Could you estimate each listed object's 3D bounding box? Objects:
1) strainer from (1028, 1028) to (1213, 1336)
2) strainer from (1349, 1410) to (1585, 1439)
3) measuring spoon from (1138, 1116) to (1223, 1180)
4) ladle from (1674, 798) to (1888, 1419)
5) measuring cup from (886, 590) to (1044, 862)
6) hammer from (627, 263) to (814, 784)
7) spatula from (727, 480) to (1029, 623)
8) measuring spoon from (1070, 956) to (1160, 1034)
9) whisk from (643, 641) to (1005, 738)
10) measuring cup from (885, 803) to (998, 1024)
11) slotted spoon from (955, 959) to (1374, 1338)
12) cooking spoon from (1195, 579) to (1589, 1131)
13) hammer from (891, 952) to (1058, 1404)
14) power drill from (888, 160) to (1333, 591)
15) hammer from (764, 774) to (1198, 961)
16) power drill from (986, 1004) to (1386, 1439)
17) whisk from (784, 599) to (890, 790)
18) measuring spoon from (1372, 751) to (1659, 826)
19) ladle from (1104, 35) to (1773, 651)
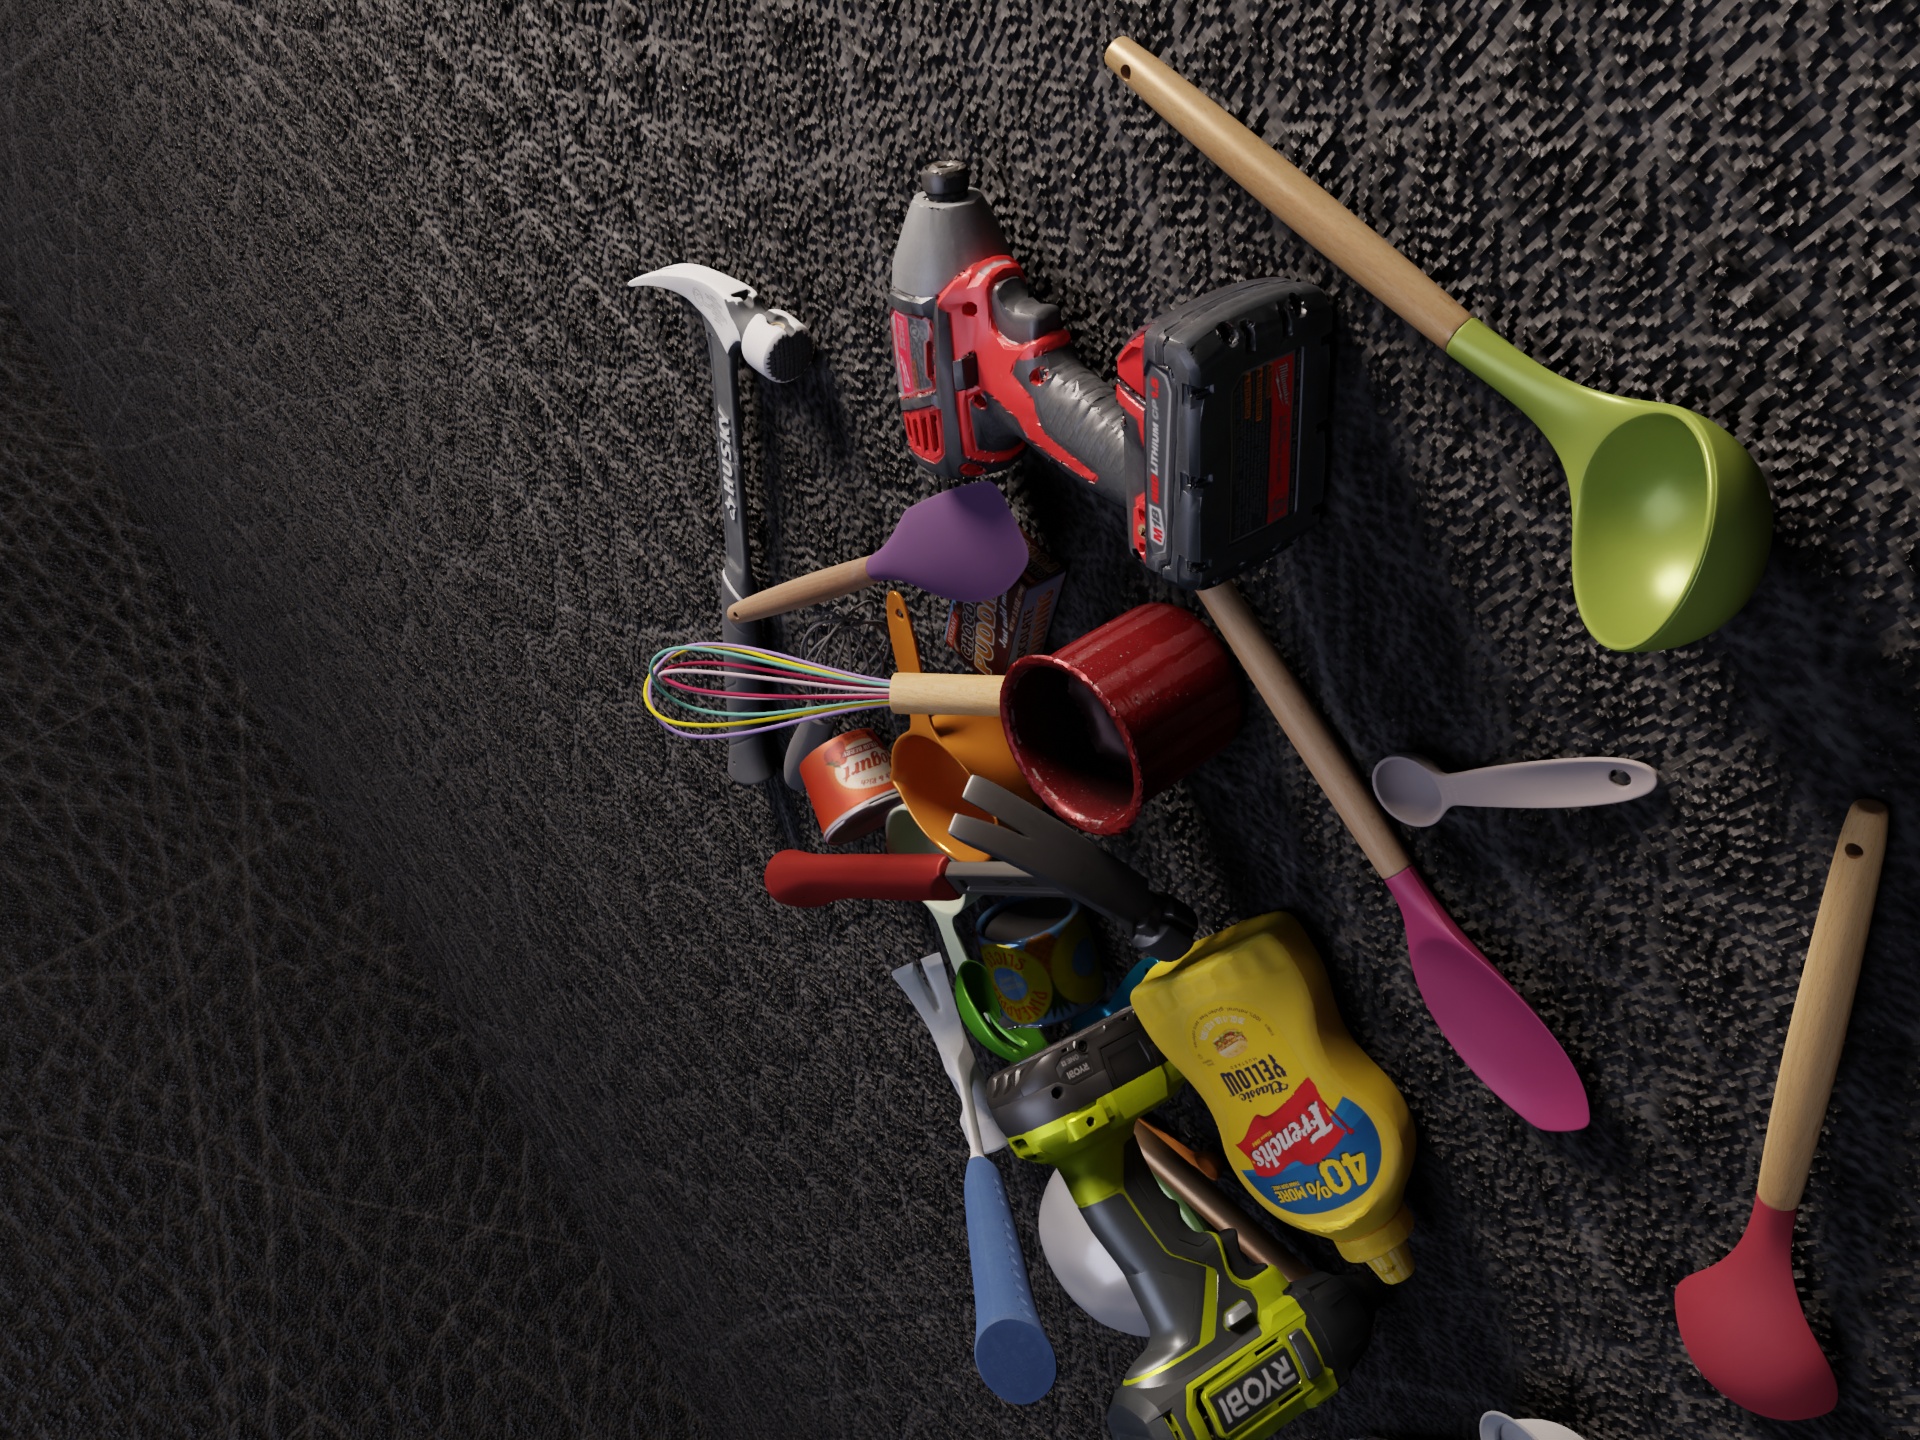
[{"bbox_3d":[0.073,0.297,1.018,0.256,0.069,0.151,61,152,-7],"label":"strainer"},{"bbox_3d":[0.275,0.399,0.848,0.087,0.050,0.258,62,156,9],"label":"strainer"},{"bbox_3d":[0.121,0.252,0.981,0.117,0.011,0.021,20,140,52],"label":"measuring spoon"},{"bbox_3d":[0.316,0.162,0.603,0.069,0.031,0.315,27,134,43],"label":"ladle"},{"bbox_3d":[-0.001,-0.003,0.898,0.095,0.052,0.173,18,130,47],"label":"measuring cup"},{"bbox_3d":[-0.150,-0.108,1.047,0.149,0.036,0.408,40,144,32],"label":"hammer"},{"bbox_3d":[-0.058,-0.079,0.892,0.316,0.018,0.059,-8,112,56],"label":"spatula"},{"bbox_3d":[0.091,0.171,0.939,0.042,0.021,0.128,50,150,16],"label":"measuring spoon"},{"bbox_3d":[-0.056,-0.019,0.848,0.245,0.047,0.051,2,121,14],"label":"whisk"},{"bbox_3d":[0.004,0.120,1.012,0.083,0.038,0.167,13,128,51],"label":"measuring cup"},{"bbox_3d":[0.112,0.254,0.936,0.314,0.070,0.031,39,103,17],"label":"slotted spoon"},{"bbox_3d":[0.181,0.045,0.707,0.319,0.017,0.068,57,156,4],"label":"cooking spoon"},{"bbox_3d":[0.008,0.246,0.888,0.405,0.035,0.144,-117,4,-82],"label":"hammer"},{"bbox_3d":[0.049,-0.153,0.682,0.220,0.078,0.143,33,140,42],"label":"power drill"},{"bbox_3d":[-0.031,0.085,0.903,0.149,0.037,0.359,32,160,-26],"label":"hammer"},{"bbox_3d":[0.123,0.264,0.849,0.223,0.171,0.080,64,151,9],"label":"power drill"},{"bbox_3d":[-0.088,-0.009,1.035,0.055,0.055,0.238,52,153,13],"label":"whisk"},{"bbox_3d":[0.222,0.023,0.638,0.124,0.018,0.034,-7,113,50],"label":"measuring spoon"},{"bbox_3d":[0.149,-0.147,0.557,0.320,0.062,0.078,49,148,23],"label":"ladle"}]
